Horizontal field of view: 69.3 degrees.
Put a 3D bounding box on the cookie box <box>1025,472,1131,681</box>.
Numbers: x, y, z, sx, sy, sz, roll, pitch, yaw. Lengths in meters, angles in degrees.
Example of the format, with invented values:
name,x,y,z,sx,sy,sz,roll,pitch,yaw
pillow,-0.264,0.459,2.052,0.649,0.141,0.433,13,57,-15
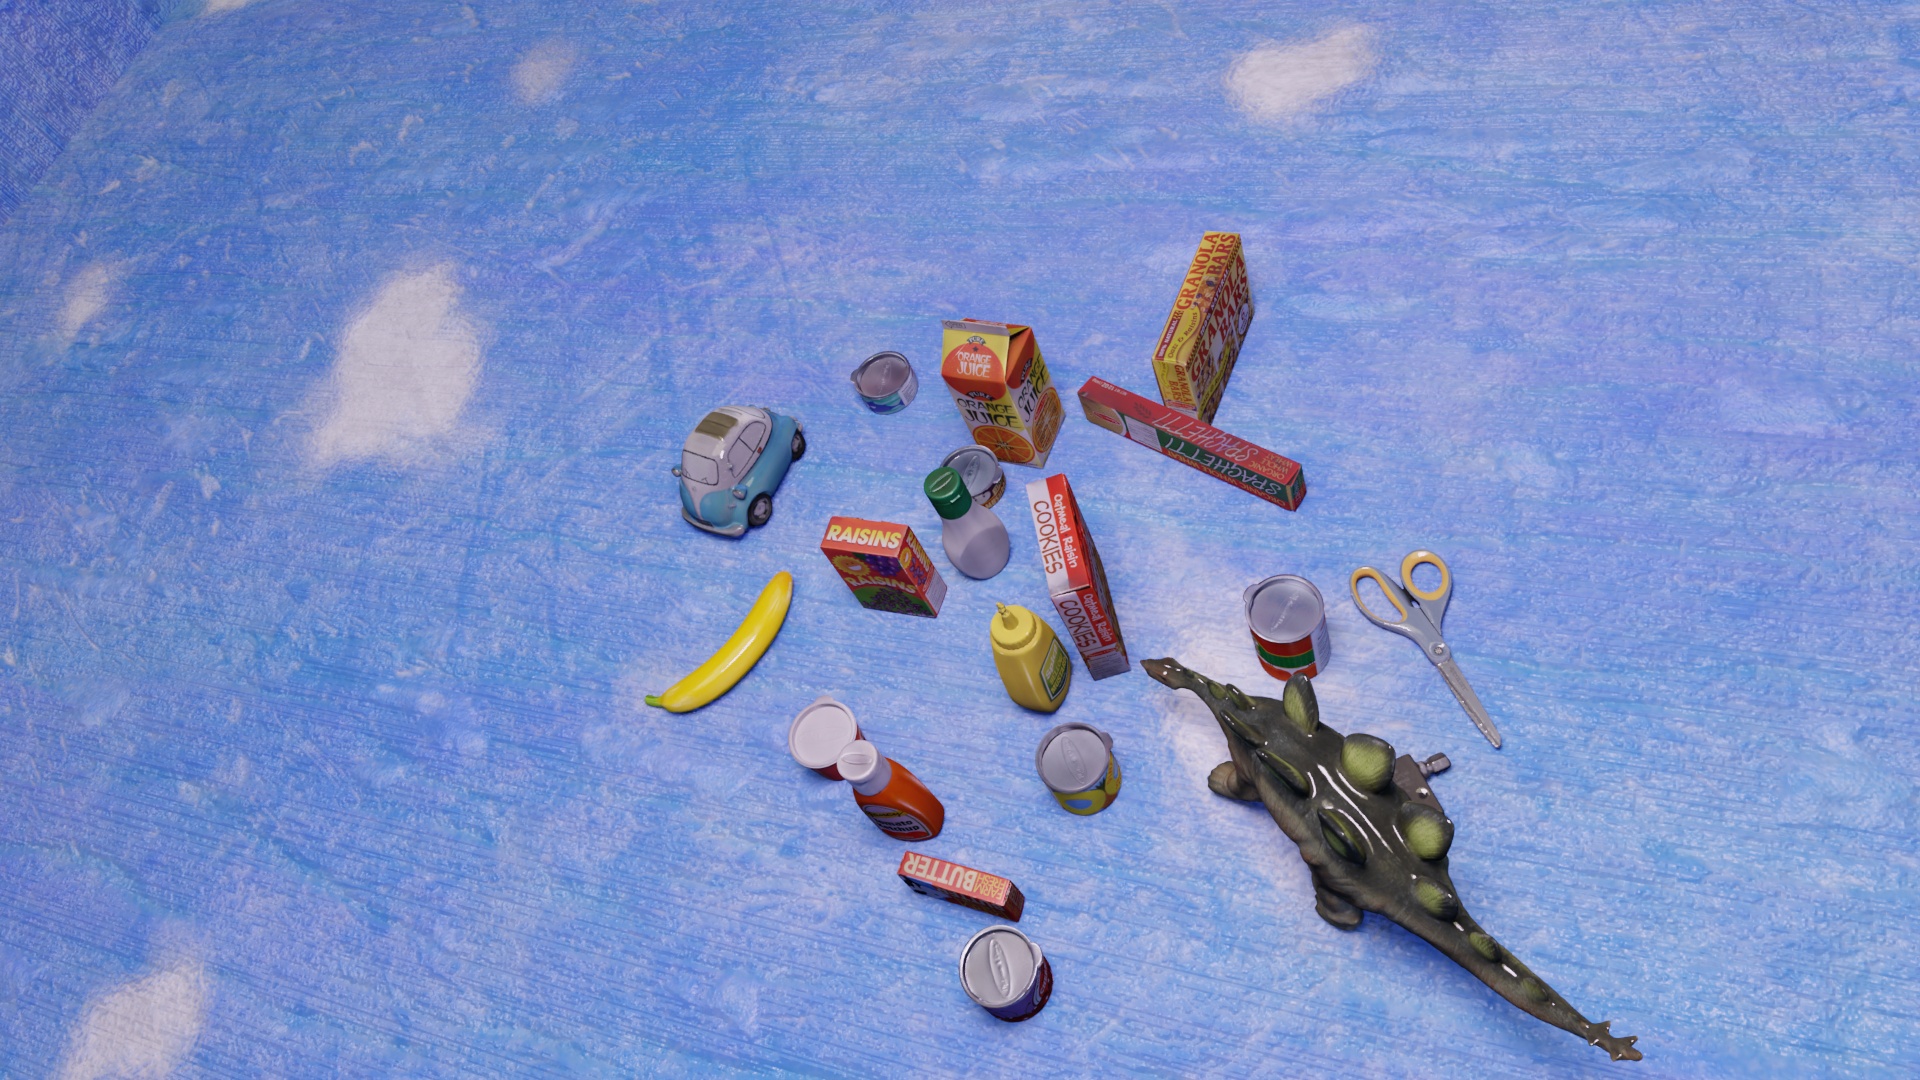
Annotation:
name,x,y,z,sx,sy,sz,roll,pitch,yaw
cookie box,0.108,0.035,1.257,0.040,0.166,0.123,-17,55,9

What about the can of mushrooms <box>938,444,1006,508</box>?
name,x,y,z,sx,sy,sz,roll,pitch,yaw
can of mushrooms,0.014,-0.062,1.435,0.071,0.033,0.071,-9,56,14

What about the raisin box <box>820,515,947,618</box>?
name,x,y,z,sx,sy,sz,roll,pitch,yaw
raisin box,-0.073,0.026,1.354,0.086,0.123,0.040,7,62,24

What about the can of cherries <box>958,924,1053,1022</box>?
name,x,y,z,sx,sy,sz,roll,pitch,yaw
can of cherries,0.041,0.357,1.142,0.071,0.058,0.072,-9,56,14

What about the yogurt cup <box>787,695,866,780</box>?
name,x,y,z,sx,sy,sz,roll,pitch,yaw
yogurt cup,-0.122,0.191,1.309,0.072,0.053,0.073,-9,56,14

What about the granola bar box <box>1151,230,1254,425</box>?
name,x,y,z,sx,sy,sz,roll,pitch,yaw
granola bar box,0.244,-0.206,1.388,0.039,0.123,0.166,12,64,26

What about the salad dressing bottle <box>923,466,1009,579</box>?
name,x,y,z,sx,sy,sz,roll,pitch,yaw
salad dressing bottle,0.005,-0.017,1.339,0.064,0.147,0.044,-39,54,-6

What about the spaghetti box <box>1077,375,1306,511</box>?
name,x,y,z,sx,sy,sz,roll,pitch,yaw
spaghetti box,0.226,-0.097,1.371,0.250,0.050,0.029,28,72,32

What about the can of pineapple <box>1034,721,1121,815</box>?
name,x,y,z,sx,sy,sz,roll,pitch,yaw
can of pineapple,0.106,0.200,1.219,0.071,0.057,0.071,-9,56,14

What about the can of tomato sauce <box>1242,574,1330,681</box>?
name,x,y,z,sx,sy,sz,roll,pitch,yaw
can of tomato sauce,0.286,0.078,1.217,0.071,0.082,0.071,-9,56,14

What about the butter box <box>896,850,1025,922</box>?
name,x,y,z,sx,sy,sz,roll,pitch,yaw
butter box,0.001,0.298,1.197,0.103,0.053,0.024,10,63,25

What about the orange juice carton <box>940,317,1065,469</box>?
name,x,y,z,sx,sy,sz,roll,pitch,yaw
orange juice carton,0.040,-0.157,1.388,0.072,0.192,0.073,11,64,26

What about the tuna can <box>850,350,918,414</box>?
name,x,y,z,sx,sy,sz,roll,pitch,yaw
tuna can,-0.084,-0.175,1.543,0.071,0.032,0.071,-9,56,14

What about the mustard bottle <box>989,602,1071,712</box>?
name,x,y,z,sx,sy,sz,roll,pitch,yaw
mustard bottle,0.058,0.098,1.238,0.049,0.159,0.065,10,63,25

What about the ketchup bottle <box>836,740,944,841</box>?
name,x,y,z,sx,sy,sz,roll,pitch,yaw
ketchup bottle,-0.065,0.218,1.213,0.065,0.148,0.044,0,59,20
